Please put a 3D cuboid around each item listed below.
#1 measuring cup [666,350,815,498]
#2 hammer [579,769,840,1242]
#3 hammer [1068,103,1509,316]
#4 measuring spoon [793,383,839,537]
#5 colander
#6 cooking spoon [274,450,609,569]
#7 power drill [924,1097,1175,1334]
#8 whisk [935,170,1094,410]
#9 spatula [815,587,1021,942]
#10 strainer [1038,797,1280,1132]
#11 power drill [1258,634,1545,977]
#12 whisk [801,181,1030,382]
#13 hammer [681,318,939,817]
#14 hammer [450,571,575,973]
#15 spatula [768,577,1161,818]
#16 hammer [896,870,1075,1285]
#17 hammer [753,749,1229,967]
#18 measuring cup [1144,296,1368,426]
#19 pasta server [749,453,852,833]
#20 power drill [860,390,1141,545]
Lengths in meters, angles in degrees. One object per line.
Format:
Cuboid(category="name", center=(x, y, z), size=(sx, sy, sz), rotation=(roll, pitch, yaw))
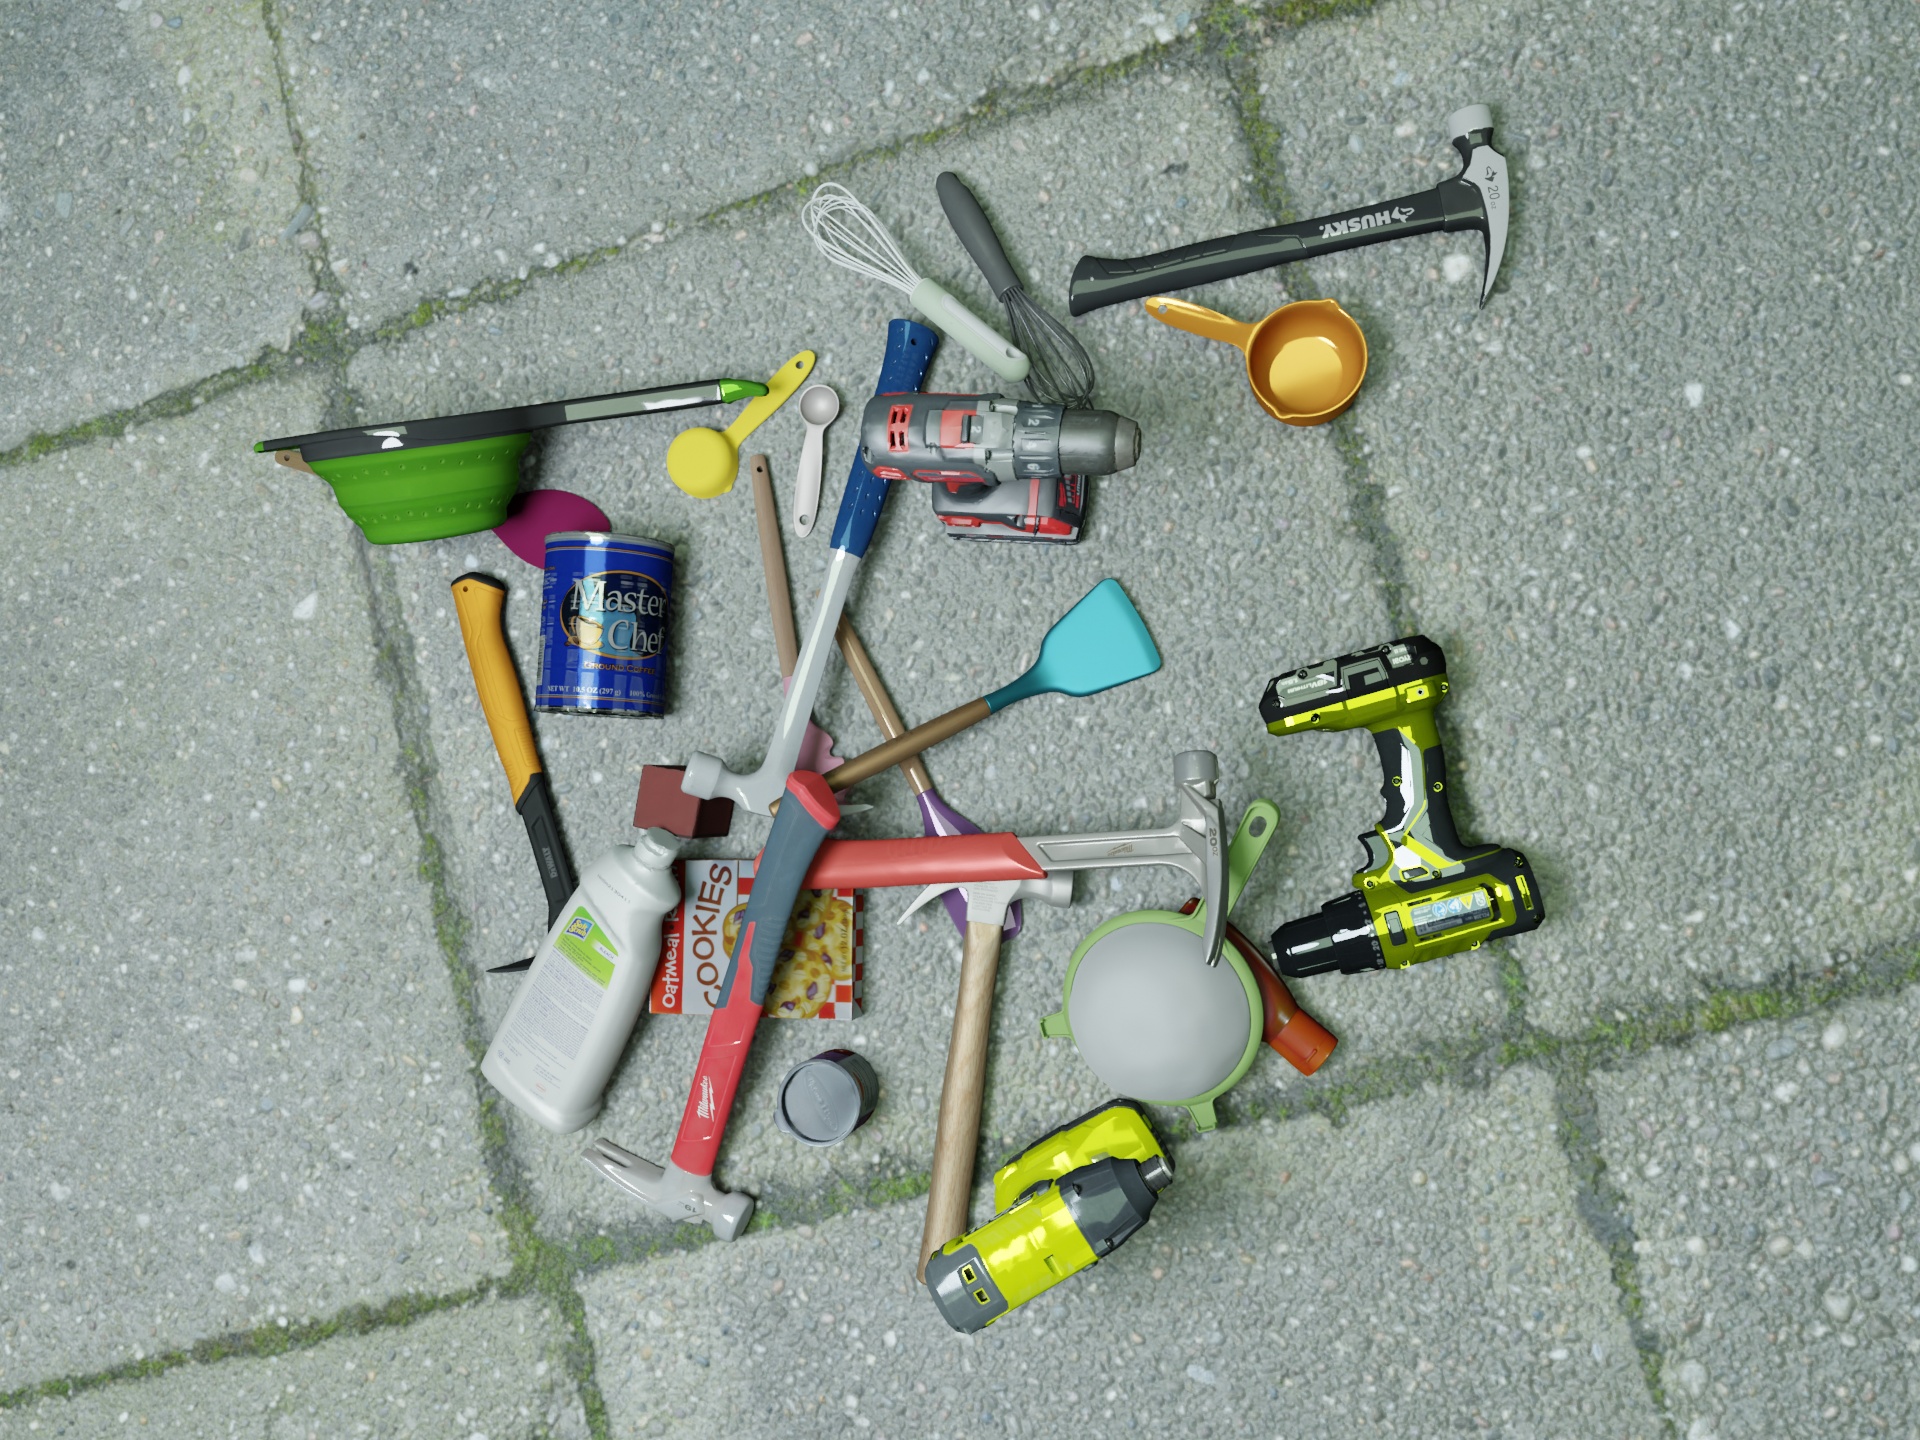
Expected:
Cuboid(category="measuring cup", center=(-0.178, -0.246, 1.296), size=(0.156, 0.029, 0.062), rotation=(-44, 79, 8))
Cuboid(category="hammer", center=(-0.181, 0.209, 1.208), size=(0.143, 0.038, 0.386), rotation=(23, 109, 13))
Cuboid(category="hammer", center=(0.246, -0.357, 1.211), size=(0.335, 0.035, 0.146), rotation=(-10, 84, 11))
Cuboid(category="measuring spoon", center=(-0.119, -0.210, 1.292), size=(0.034, 0.018, 0.124), rotation=(9, 95, 12))
Cuboid(category="colander", center=(-0.345, -0.204, 1.272), size=(0.397, 0.204, 0.094), rotation=(-8, 102, 0))
Cuboid(category="cooking spoon", center=(-0.446, -0.189, 1.356), size=(0.319, 0.017, 0.069), rotation=(16, 89, 12))
Cuboid(category="power drill", center=(0.078, 0.335, 1.103), size=(0.171, 0.223, 0.080), rotation=(-33, 81, 8))
Cuboid(category="whisk", center=(0.041, -0.337, 1.251), size=(0.055, 0.055, 0.239), rotation=(-30, 76, 9))
Cuboid(category="spatula", center=(-0.038, 0.033, 1.254), size=(0.060, 0.018, 0.316), rotation=(-29, 82, 6))
Cuboid(category="strainer", center=(0.158, 0.171, 1.128), size=(0.151, 0.069, 0.256), rotation=(29, 110, 15))
Cuboid(category="power drill", center=(0.295, 0.068, 1.151), size=(0.190, 0.080, 0.228), rotation=(-17, 86, 10))
Cuboid(category="whisk", center=(-0.036, -0.342, 1.247), size=(0.246, 0.058, 0.059), rotation=(43, 139, 19))
Cuboid(category="hammer", center=(-0.087, -0.117, 1.238), size=(0.144, 0.035, 0.405), rotation=(18, 81, -10))
Cuboid(category="hammer", center=(-0.370, 0.040, 1.317), size=(0.127, 0.034, 0.337), rotation=(-19, 82, 9))
Cuboid(category="spatula", center=(-0.002, -0.004, 1.206), size=(0.317, 0.044, 0.082), rotation=(-27, 84, -13))
Cuboid(category="hammer", center=(0.002, 0.267, 1.216), size=(0.130, 0.031, 0.331), rotation=(8, 90, 5))
Cuboid(category="hammer", center=(0.015, 0.109, 1.154), size=(0.359, 0.036, 0.149), rotation=(-5, 74, 21))
Cuboid(category="measuring cup", center=(0.222, -0.281, 1.203), size=(0.174, 0.052, 0.095), rotation=(24, 91, 14))
Cuboid(category="pasta server", center=(-0.138, -0.063, 1.272), size=(0.060, 0.040, 0.316), rotation=(-8, 82, -13))
Cuboid(category="power drill", center=(0.044, -0.184, 1.143), size=(0.188, 0.226, 0.080), rotation=(4, 87, 13))
